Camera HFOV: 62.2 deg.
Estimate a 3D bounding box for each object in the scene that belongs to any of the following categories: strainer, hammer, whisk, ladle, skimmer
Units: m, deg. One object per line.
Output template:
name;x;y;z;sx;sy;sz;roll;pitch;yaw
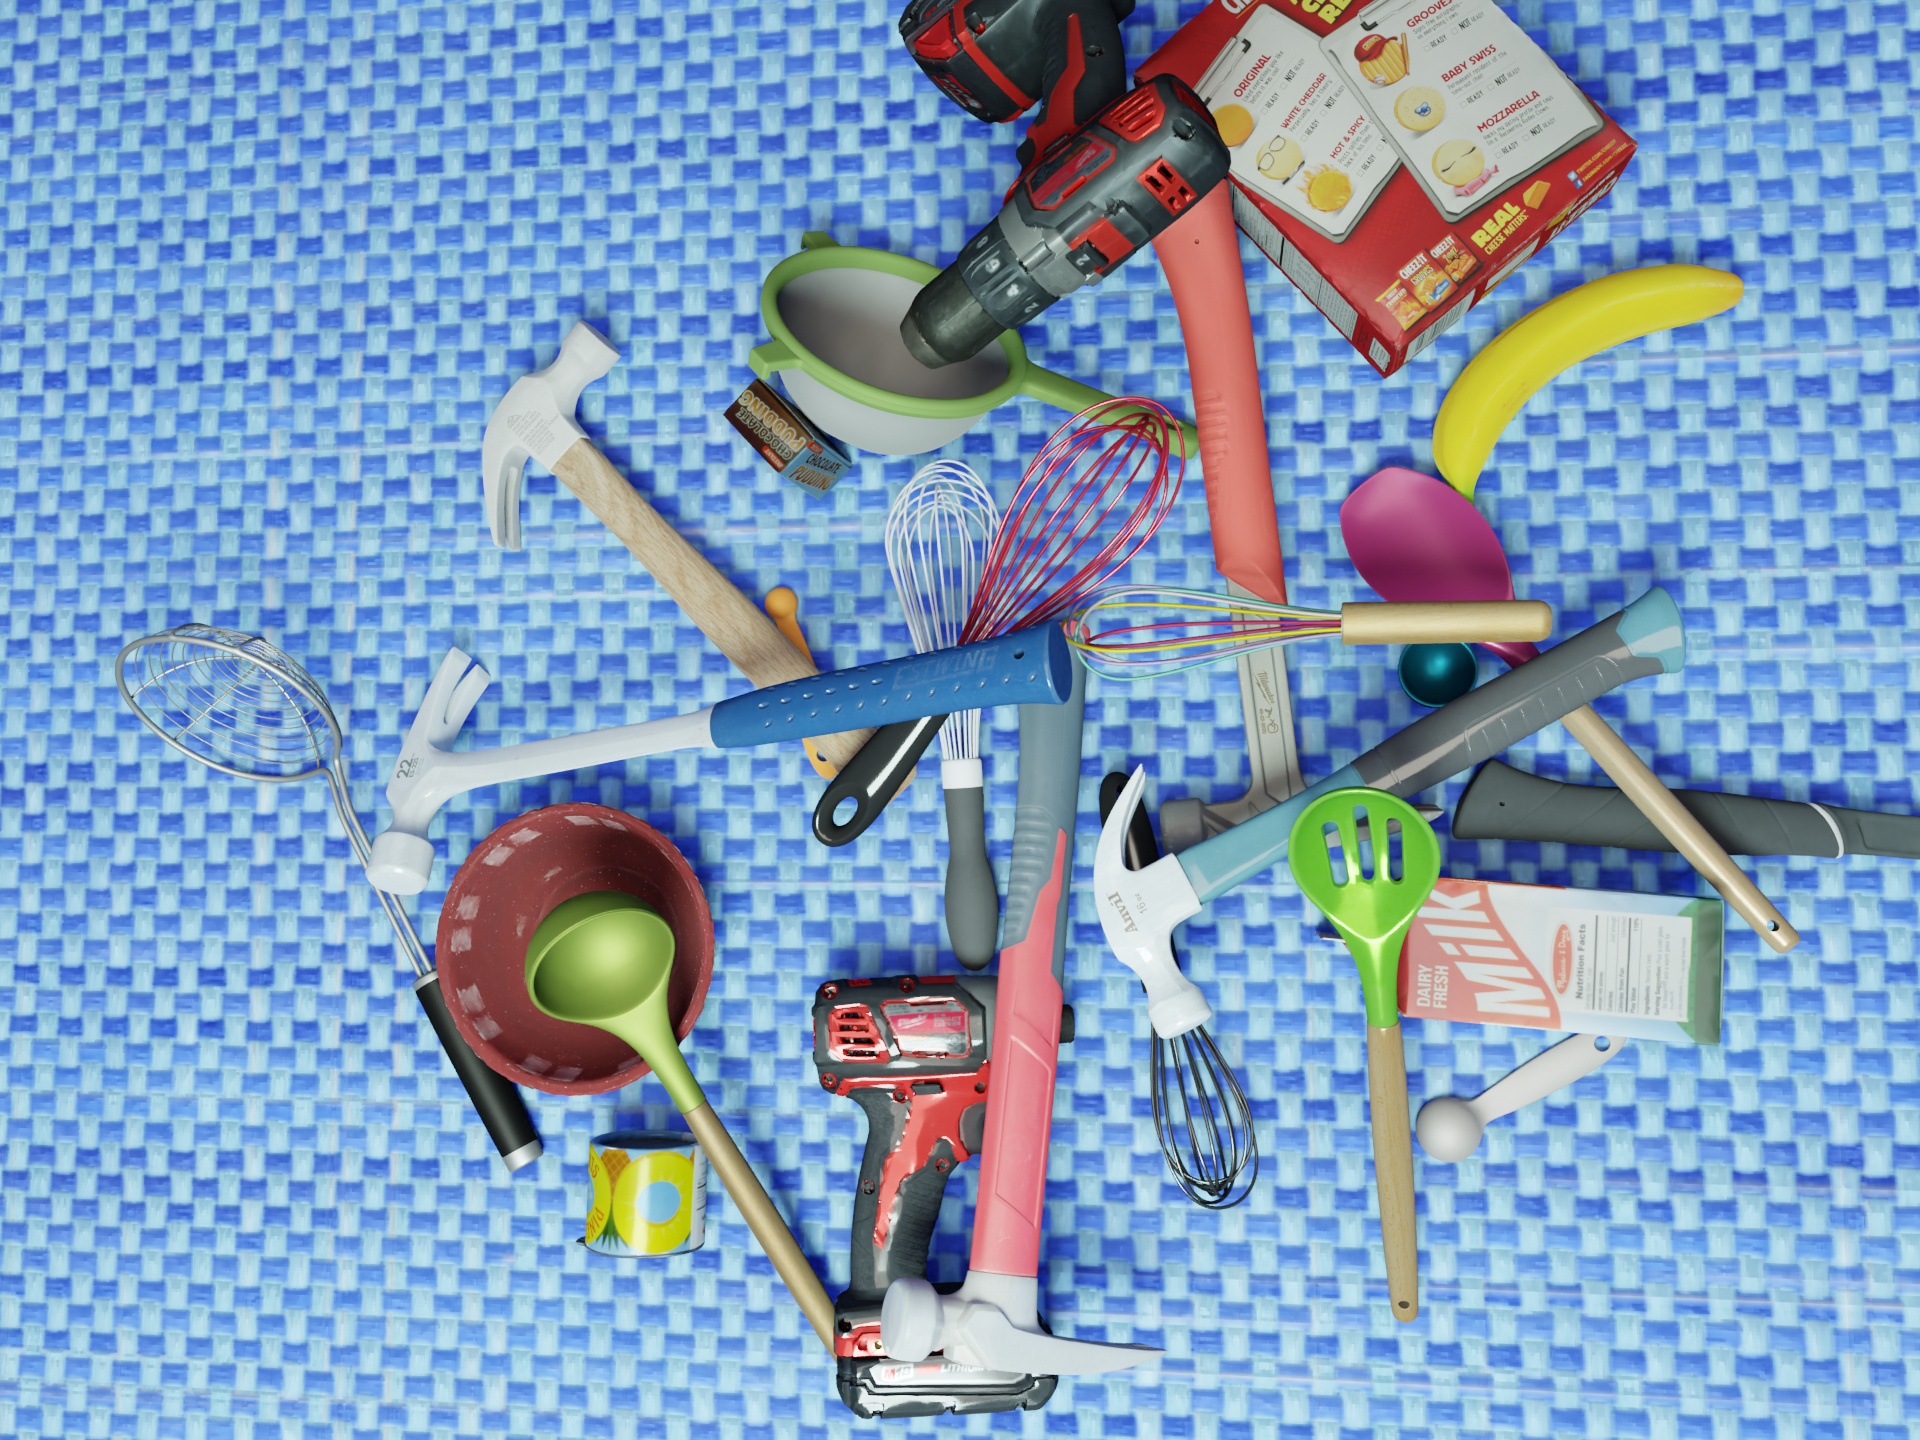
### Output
strainer;0.006;-0.179;0.892;0.256;0.152;0.069;19;133;-7
hammer;-0.151;-0.074;0.913;0.331;0.031;0.130;45;98;10
whisk;0.012;-0.044;0.826;0.073;0.073;0.295;42;108;9
hammer;-0.136;-0.002;0.838;0.405;0.035;0.144;-10;57;22
hammer;0.052;0.134;0.834;0.143;0.038;0.386;12;72;-18
whisk;0.000;-0.003;0.883;0.070;0.070;0.284;-4;90;8
hammer;0.161;-0.108;0.853;0.149;0.037;0.359;-7;93;8
ladle;-0.127;0.230;0.843;0.078;0.062;0.320;-30;100;-8
hammer;0.465;0.063;0.819;0.409;0.036;0.149;4;87;9
whisk;0.113;0.143;0.860;0.055;0.055;0.239;-14;79;7
whisk;0.172;-0.046;0.810;0.245;0.047;0.051;0;93;12
skimmer;-0.357;0.106;0.909;0.127;0.090;0.363;-34;83;40
hammer;0.218;0.028;0.808;0.331;0.033;0.128;-29;71;2

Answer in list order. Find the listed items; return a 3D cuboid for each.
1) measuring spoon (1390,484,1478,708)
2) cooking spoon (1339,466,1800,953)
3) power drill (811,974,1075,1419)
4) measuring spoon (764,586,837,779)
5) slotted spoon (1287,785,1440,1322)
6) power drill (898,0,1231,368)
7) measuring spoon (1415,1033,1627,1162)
measuring spoon;0.253;-0.067;0.872;0.042;0.021;0.129;-8;75;6
cooking spoon;0.315;-0.009;0.828;0.069;0.017;0.319;-40;74;5
power drill;-0.005;0.246;0.850;0.143;0.078;0.220;-2;81;-3
measuring spoon;-0.091;-0.022;0.918;0.021;0.011;0.117;-17;83;7
slotted spoon;0.210;0.171;0.792;0.070;0.031;0.313;-3;111;18
power drill;0.031;-0.305;0.836;0.188;0.080;0.227;-33;51;27
measuring spoon;0.298;0.195;0.840;0.124;0.018;0.034;-31;82;4
